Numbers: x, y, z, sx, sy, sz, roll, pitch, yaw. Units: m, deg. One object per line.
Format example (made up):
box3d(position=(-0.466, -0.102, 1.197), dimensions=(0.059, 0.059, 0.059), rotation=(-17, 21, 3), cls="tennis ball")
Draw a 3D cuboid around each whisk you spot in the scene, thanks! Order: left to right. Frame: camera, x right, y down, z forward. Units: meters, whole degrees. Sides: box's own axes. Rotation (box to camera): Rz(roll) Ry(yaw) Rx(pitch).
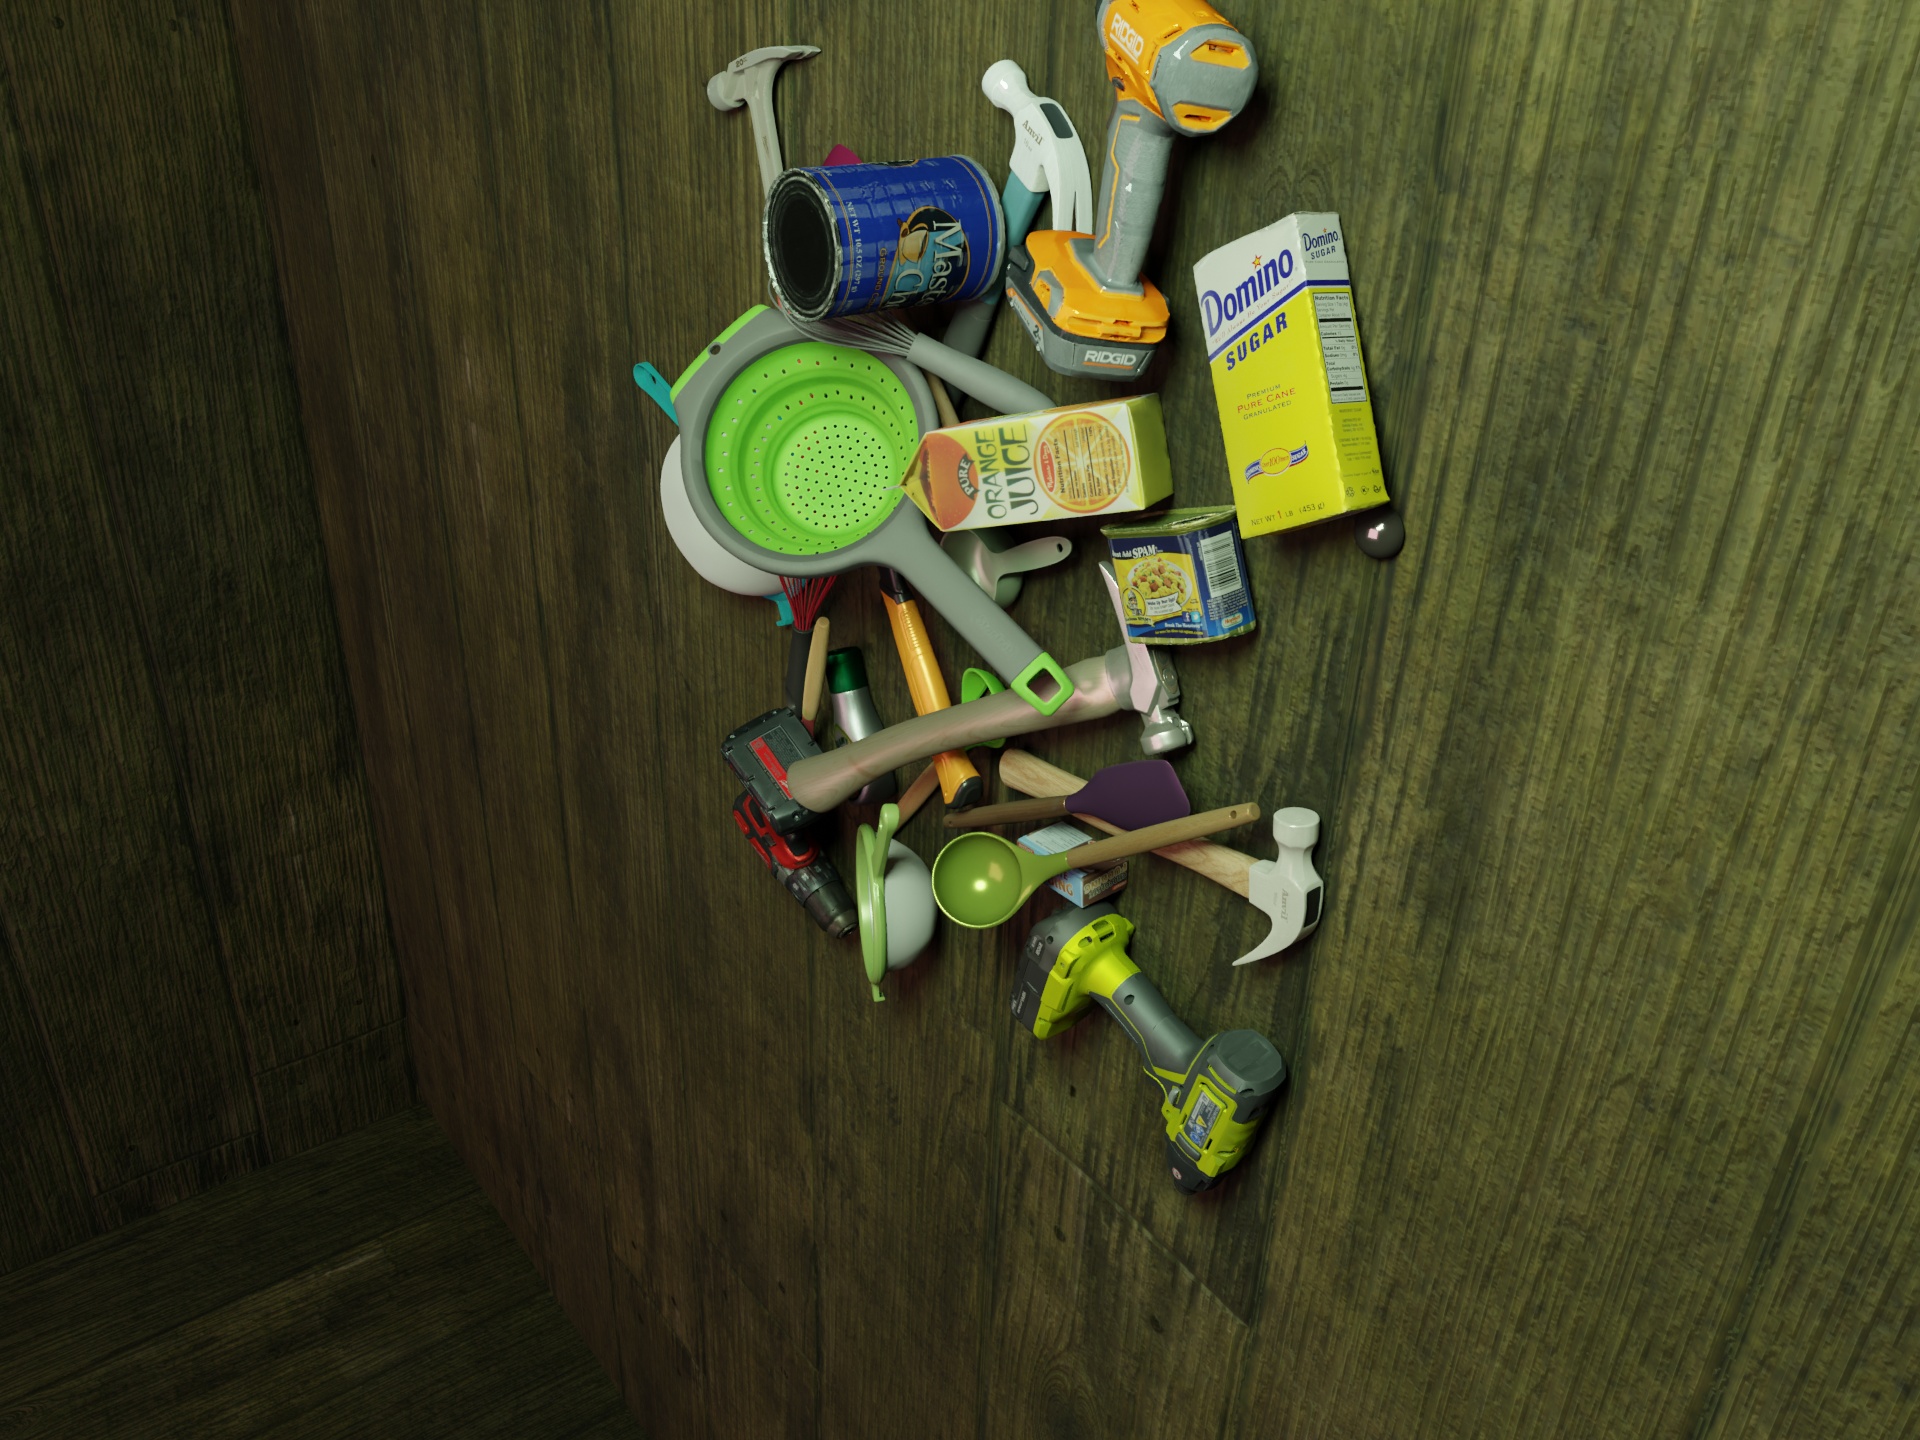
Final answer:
box3d(position=(-0.149, -0.106, 1.520), dimensions=(0.073, 0.073, 0.295), rotation=(48, 147, 31), cls="whisk")
box3d(position=(-0.034, -0.274, 1.181), dimensions=(0.239, 0.055, 0.055), rotation=(27, 137, 1), cls="whisk")

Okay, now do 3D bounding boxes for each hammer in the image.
box3d(position=(-0.144, -0.391, 1.387), dimensions=(0.149, 0.036, 0.359), rotation=(12, 115, 53), cls="hammer")
box3d(position=(-0.052, -0.086, 1.356), dimensions=(0.127, 0.034, 0.337), rotation=(-21, 87, 60), cls="hammer")
box3d(position=(-0.002, -0.004, 1.279), dimensions=(0.410, 0.038, 0.146), rotation=(-18, 89, 41), cls="hammer")
box3d(position=(0.013, -0.314, 1.200), dimensions=(0.128, 0.033, 0.330), rotation=(56, 144, 23), cls="hammer")
box3d(position=(0.141, 0.085, 1.212), dimensions=(0.332, 0.031, 0.130), rotation=(24, 124, 49), cls="hammer")

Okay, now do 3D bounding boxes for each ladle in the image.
box3d(position=(-0.144, -0.018, 1.521), dimensions=(0.069, 0.031, 0.315), rotation=(54, 158, 16), cls="ladle")
box3d(position=(0.093, 0.099, 1.190), dimensions=(0.320, 0.062, 0.078), rotation=(-22, 72, 49), cls="ladle")

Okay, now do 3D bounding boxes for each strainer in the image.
box3d(position=(-0.268, -0.252, 1.582), dimensions=(0.341, 0.095, 0.210), rotation=(48, 141, 29), cls="strainer")
box3d(position=(-0.052, 0.143, 1.456), dimensions=(0.256, 0.069, 0.152), rotation=(103, 161, -57), cls="strainer")

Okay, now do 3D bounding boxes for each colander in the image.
box3d(position=(-0.054, -0.147, 1.234), dimensions=(0.397, 0.204, 0.094), rotation=(46, -178, 13), cls="colander")

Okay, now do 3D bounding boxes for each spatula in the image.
box3d(position=(0.074, 0.070, 1.259), dimensions=(0.316, 0.018, 0.059), rotation=(-12, 106, 57), cls="spatula")

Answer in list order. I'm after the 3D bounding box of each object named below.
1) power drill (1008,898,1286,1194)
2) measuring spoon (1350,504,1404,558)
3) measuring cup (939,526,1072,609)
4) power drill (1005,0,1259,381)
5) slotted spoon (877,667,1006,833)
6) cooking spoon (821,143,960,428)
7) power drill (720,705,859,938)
box3d(position=(0.143, 0.259, 1.259), dimensions=(0.223, 0.080, 0.171), rotation=(44, 138, 31), cls="power drill")
box3d(position=(0.226, -0.144, 0.986), dimensions=(0.124, 0.018, 0.034), rotation=(51, 142, 29), cls="measuring spoon")
box3d(position=(0.045, -0.126, 1.244), dimensions=(0.167, 0.038, 0.083), rotation=(-8, 99, 55), cls="measuring cup")
box3d(position=(0.099, -0.349, 1.003), dimensions=(0.164, 0.084, 0.226), rotation=(-112, 31, -44), cls="power drill")
box3d(position=(-0.020, 0.042, 1.431), dimensions=(0.070, 0.031, 0.313), rotation=(61, 148, 15), cls="slotted spoon")
box3d(position=(-0.044, -0.307, 1.239), dimensions=(0.068, 0.017, 0.319), rotation=(-38, 73, 53), cls="cooking spoon")
box3d(position=(-0.162, 0.109, 1.581), dimensions=(0.188, 0.080, 0.226), rotation=(52, 159, 20), cls="power drill")
